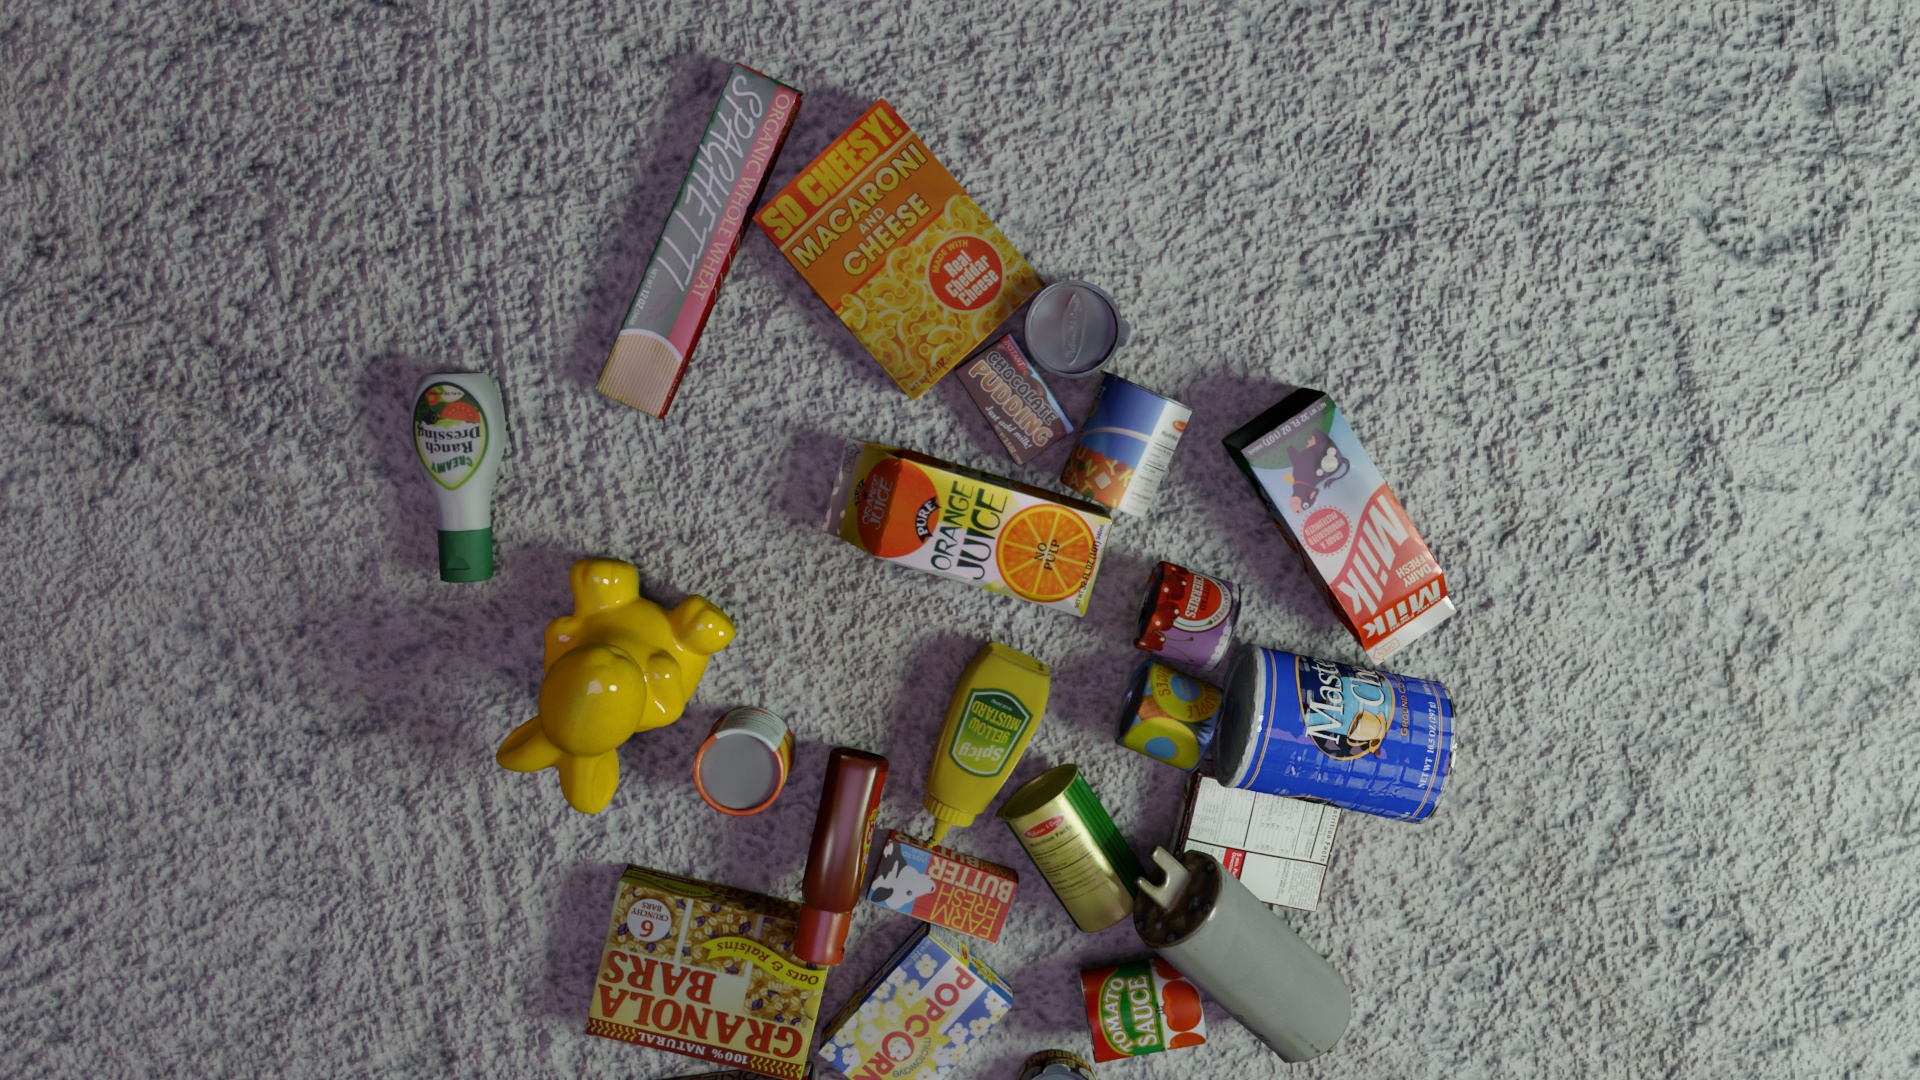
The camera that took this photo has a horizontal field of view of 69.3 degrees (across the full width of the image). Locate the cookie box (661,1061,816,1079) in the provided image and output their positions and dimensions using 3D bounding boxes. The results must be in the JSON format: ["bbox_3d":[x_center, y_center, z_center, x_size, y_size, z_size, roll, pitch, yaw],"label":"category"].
[{"bbox_3d":[-0.186,0.472,1.055,0.167,0.040,0.122,-7,98,1],"label":"cookie box"}]

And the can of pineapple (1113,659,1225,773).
[{"bbox_3d":[0.149,0.124,0.991,0.058,0.071,0.071,22,98,-2],"label":"can of pineapple"}]

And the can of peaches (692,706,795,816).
[{"bbox_3d":[-0.156,0.161,1.003,0.071,0.058,0.071,0,98,0],"label":"can of peaches"}]

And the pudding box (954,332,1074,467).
[{"bbox_3d":[0.038,-0.099,0.980,0.049,0.030,0.083,-33,97,4],"label":"pudding box"}]

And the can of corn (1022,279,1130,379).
[{"bbox_3d":[0.079,-0.145,0.959,0.071,0.058,0.071,0,98,0],"label":"can of corn"}]

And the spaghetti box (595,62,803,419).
[{"bbox_3d":[-0.182,-0.207,0.967,0.050,0.029,0.249,25,98,-4],"label":"spaghetti box"}]

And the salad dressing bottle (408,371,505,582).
[{"bbox_3d":[-0.353,-0.045,0.983,0.064,0.044,0.147,-1,98,-1],"label":"salad dressing bottle"}]

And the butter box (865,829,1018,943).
[{"bbox_3d":[-0.013,0.257,1.033,0.103,0.024,0.053,19,98,-2],"label":"butter box"}]

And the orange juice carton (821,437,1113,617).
[{"bbox_3d":[0.003,-0.012,0.971,0.193,0.073,0.071,16,98,-1],"label":"orange juice carton"}]

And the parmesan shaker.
[{"bbox_3d":[0.082,0.224,1.008,0.071,0.071,0.103,-33,97,5],"label":"parmesan shaker"}]

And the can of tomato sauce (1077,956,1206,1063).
[{"bbox_3d":[0.133,0.343,1.021,0.083,0.071,0.071,-10,98,1],"label":"can of tomato sauce"}]

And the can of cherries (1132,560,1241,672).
[{"bbox_3d":[0.160,0.052,0.980,0.058,0.071,0.071,19,98,-1],"label":"can of cherries"}]

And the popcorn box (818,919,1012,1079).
[{"bbox_3d":[-0.033,0.357,1.039,0.085,0.038,0.126,41,96,-5],"label":"popcorn box"}]

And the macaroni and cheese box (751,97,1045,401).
[{"bbox_3d":[-0.042,-0.199,0.962,0.123,0.040,0.166,-41,96,6],"label":"macaroni and cheese box"}]

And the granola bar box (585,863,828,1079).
[{"bbox_3d":[-0.184,0.322,1.035,0.166,0.039,0.124,13,98,-2],"label":"granola bar box"}]

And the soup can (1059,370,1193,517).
[{"bbox_3d":[0.112,-0.068,0.967,0.071,0.071,0.083,23,98,-3],"label":"soup can"}]

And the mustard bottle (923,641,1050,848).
[{"bbox_3d":[0.011,0.155,1.006,0.065,0.049,0.160,23,97,-1],"label":"mustard bottle"}]

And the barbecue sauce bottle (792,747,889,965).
[{"bbox_3d":[-0.087,0.225,0.995,0.044,0.065,0.148,12,85,-2],"label":"barbecue sauce bottle"}]

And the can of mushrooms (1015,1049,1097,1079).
[{"bbox_3d":[0.073,0.421,1.050,0.071,0.033,0.071,0,98,1],"label":"can of mushrooms"}]

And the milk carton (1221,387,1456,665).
[{"bbox_3d":[0.268,-0.008,0.970,0.072,0.073,0.190,-35,97,5],"label":"milk carton"}]
